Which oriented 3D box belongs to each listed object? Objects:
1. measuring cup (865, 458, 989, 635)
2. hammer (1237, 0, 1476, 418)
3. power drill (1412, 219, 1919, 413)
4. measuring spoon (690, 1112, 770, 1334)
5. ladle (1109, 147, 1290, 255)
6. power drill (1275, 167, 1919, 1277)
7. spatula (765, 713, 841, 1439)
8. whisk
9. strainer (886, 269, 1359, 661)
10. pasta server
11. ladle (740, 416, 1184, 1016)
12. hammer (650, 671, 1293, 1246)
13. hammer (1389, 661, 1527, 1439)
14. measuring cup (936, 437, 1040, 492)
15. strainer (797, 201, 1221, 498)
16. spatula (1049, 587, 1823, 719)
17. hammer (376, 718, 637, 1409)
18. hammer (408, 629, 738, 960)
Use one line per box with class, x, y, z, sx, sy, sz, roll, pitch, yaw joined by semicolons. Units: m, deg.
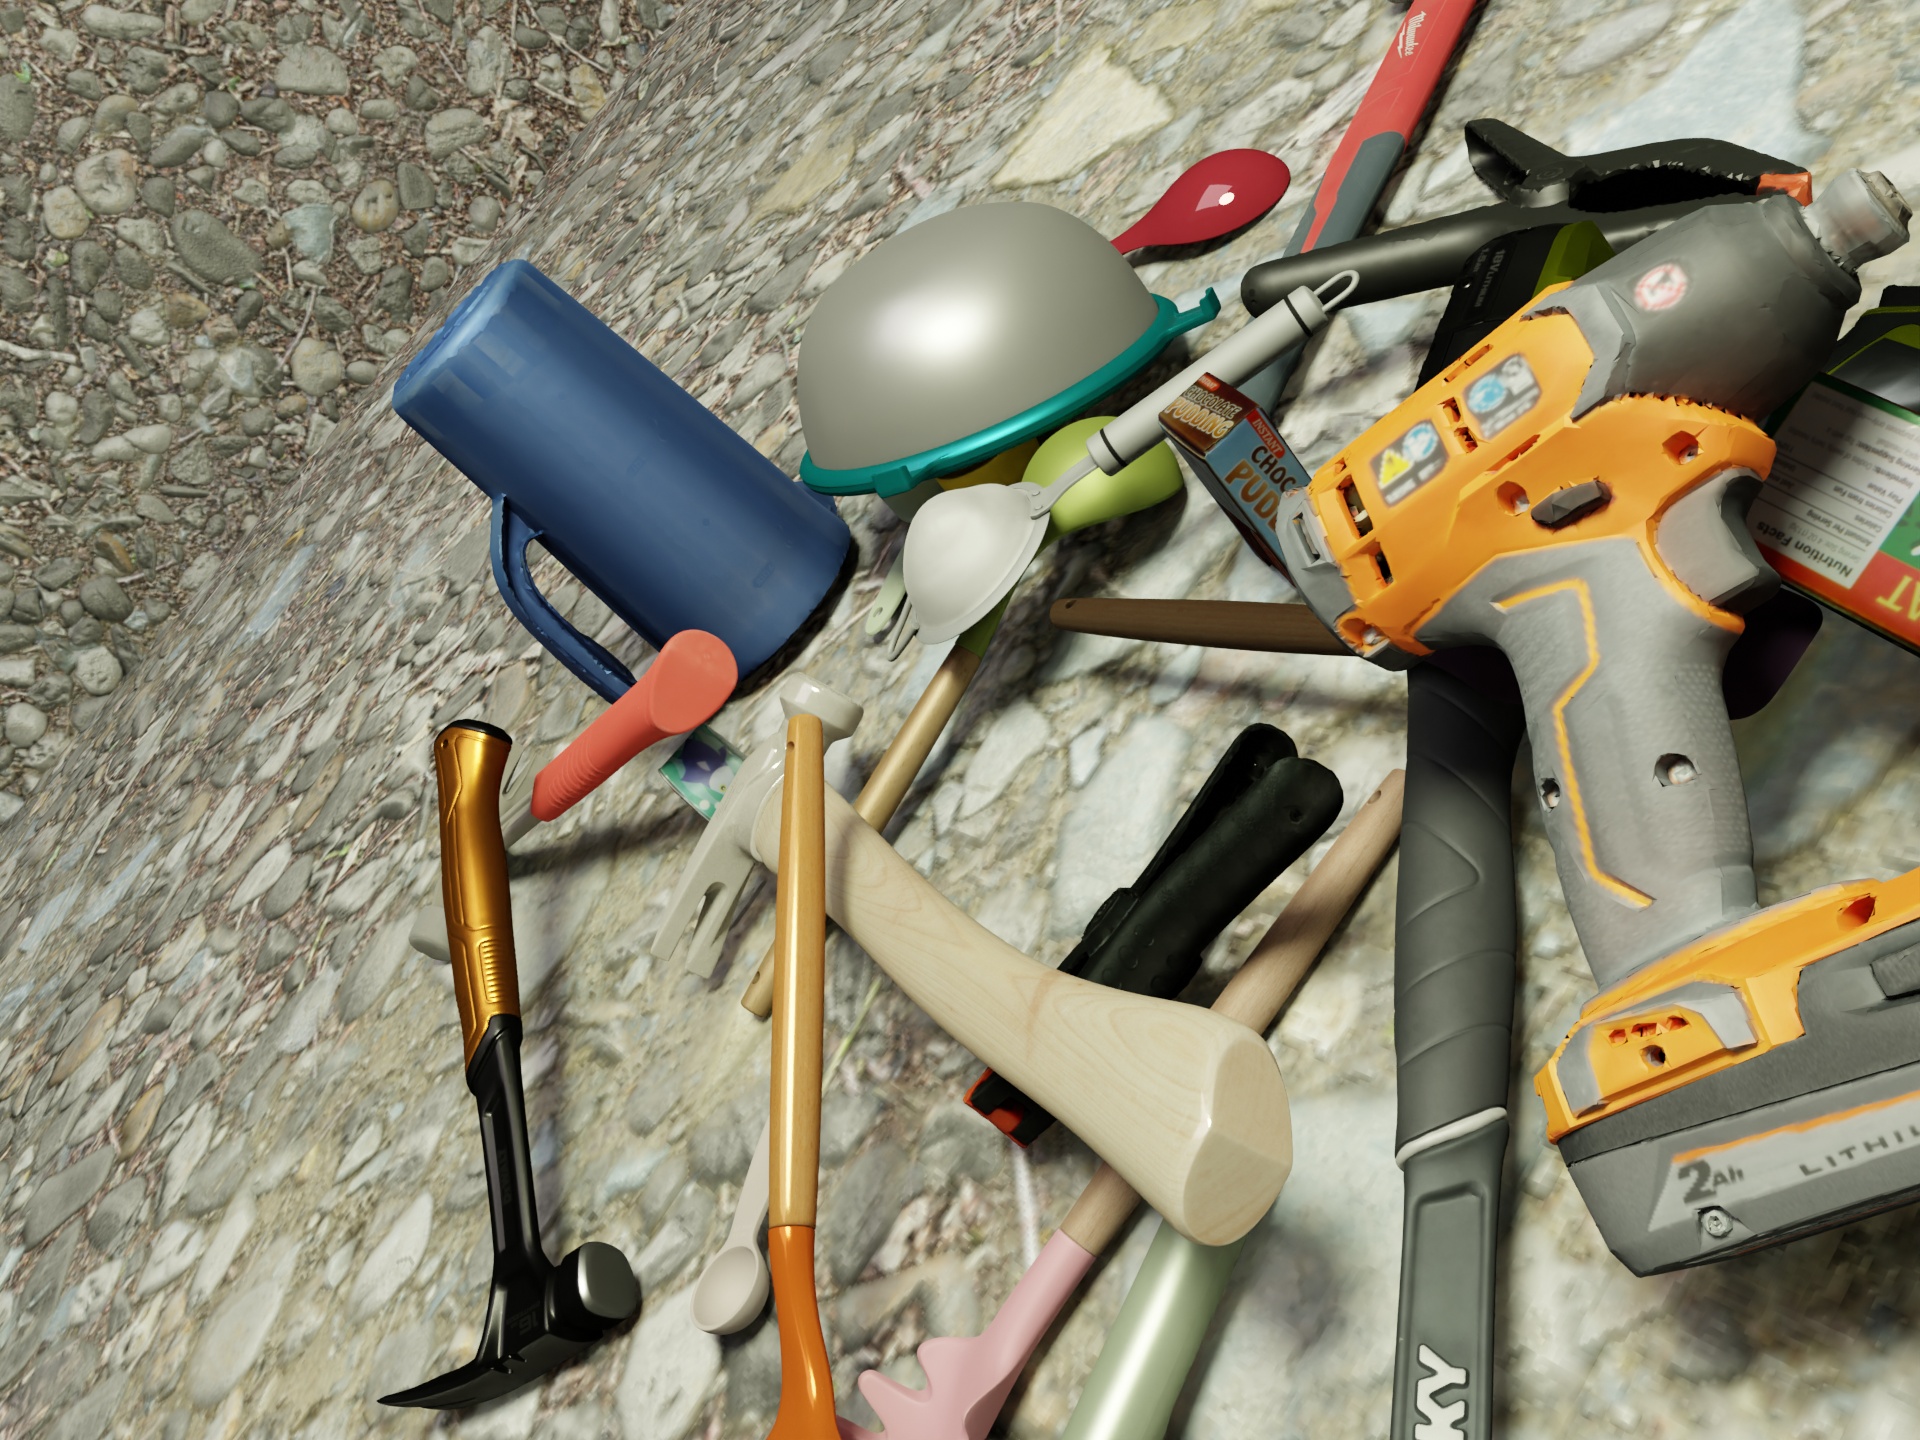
measuring cup;-0.032;-0.118;0.875;0.083;0.038;0.168;-17;41;40
hammer;0.205;-0.270;0.758;0.143;0.038;0.386;1;55;49
power drill;0.261;-0.111;0.483;0.223;0.080;0.171;-1;55;45
measuring spoon;-0.072;0.183;0.622;0.034;0.018;0.124;-23;32;35
ladle;0.052;-0.257;0.942;0.315;0.031;0.069;-20;42;40
power drill;0.177;-0.008;0.366;0.164;0.084;0.227;-39;55;38
spatula;-0.061;0.139;0.515;0.081;0.041;0.323;-32;49;43
whisk;0.030;0.218;0.427;0.246;0.059;0.058;-58;16;-26
strainer;0.053;-0.110;0.667;0.258;0.050;0.087;-34;33;20
pasta server;0.048;0.137;0.500;0.316;0.040;0.060;-52;17;-9
ladle;-0.001;-0.002;0.721;0.320;0.062;0.078;-59;29;-5
hammer;-0.021;0.082;0.560;0.146;0.038;0.411;-62;25;-2
hammer;0.119;0.125;0.402;0.149;0.036;0.409;-2;46;22
measuring cup;0.047;-0.169;0.860;0.156;0.029;0.062;-47;30;-21
strainer;-0.028;-0.220;0.862;0.211;0.095;0.341;-31;25;-12
spatula;0.130;-0.032;0.538;0.060;0.018;0.316;-48;28;-20
hammer;-0.224;0.139;0.744;0.127;0.034;0.337;-35;50;21
hammer;-0.208;0.024;0.858;0.359;0.036;0.149;-32;33;51
